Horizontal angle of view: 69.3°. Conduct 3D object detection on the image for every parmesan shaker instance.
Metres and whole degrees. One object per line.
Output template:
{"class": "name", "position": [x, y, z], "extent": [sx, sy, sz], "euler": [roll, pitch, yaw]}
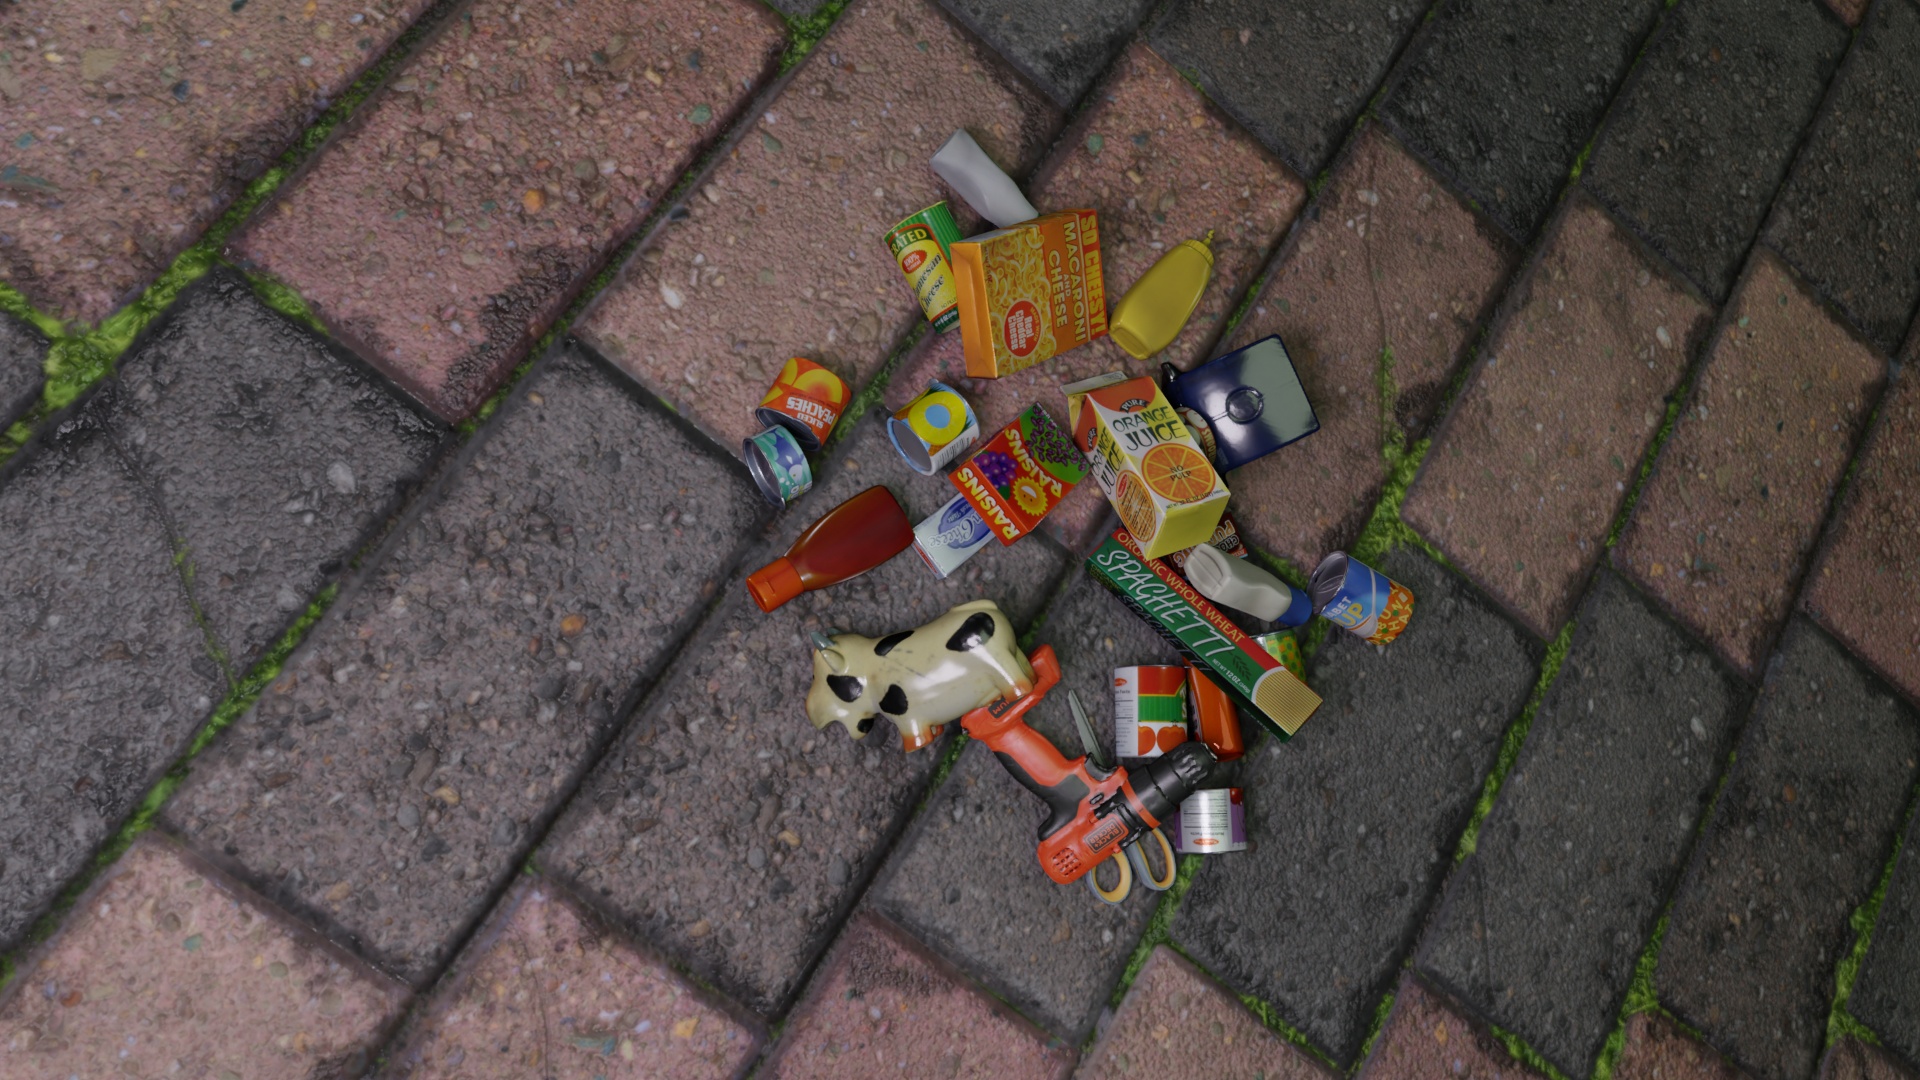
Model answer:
{"class": "parmesan shaker", "position": [-0.016, -0.252, 1.287], "extent": [0.071, 0.071, 0.103], "euler": [-30, 91, -21]}

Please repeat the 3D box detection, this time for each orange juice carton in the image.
{"class": "orange juice carton", "position": [0.166, -0.084, 1.299], "extent": [0.072, 0.072, 0.193], "euler": [-16, 59, -20]}

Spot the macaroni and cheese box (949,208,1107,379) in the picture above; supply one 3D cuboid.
{"class": "macaroni and cheese box", "position": [0.066, -0.230, 1.277], "extent": [0.167, 0.040, 0.123], "euler": [-27, 118, -42]}

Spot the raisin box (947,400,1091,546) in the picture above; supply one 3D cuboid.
{"class": "raisin box", "position": [0.055, -0.062, 1.272], "extent": [0.086, 0.040, 0.124], "euler": [51, 45, -5]}

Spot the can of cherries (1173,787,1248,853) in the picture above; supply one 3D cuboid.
{"class": "can of cherries", "position": [0.230, 0.258, 1.285], "extent": [0.071, 0.071, 0.058], "euler": [0, 79, -19]}

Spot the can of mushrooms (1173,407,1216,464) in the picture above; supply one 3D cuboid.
{"class": "can of mushrooms", "position": [0.215, -0.092, 1.339], "extent": [0.033, 0.071, 0.071], "euler": [-28, 90, -23]}

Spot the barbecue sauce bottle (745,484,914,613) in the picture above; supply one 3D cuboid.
{"class": "barbecue sauce bottle", "position": [-0.116, 0.011, 1.219], "extent": [0.149, 0.043, 0.065], "euler": [-31, 91, -21]}

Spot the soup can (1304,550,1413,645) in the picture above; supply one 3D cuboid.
{"class": "soup can", "position": [0.394, 0.060, 1.376], "extent": [0.084, 0.071, 0.071], "euler": [28, 73, -13]}

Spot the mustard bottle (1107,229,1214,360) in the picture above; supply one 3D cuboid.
{"class": "mustard bottle", "position": [0.210, -0.251, 1.379], "extent": [0.065, 0.048, 0.161], "euler": [42, 69, -8]}

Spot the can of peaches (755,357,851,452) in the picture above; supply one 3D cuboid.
{"class": "can of peaches", "position": [-0.136, -0.120, 1.222], "extent": [0.071, 0.071, 0.058], "euler": [33, 71, -11]}

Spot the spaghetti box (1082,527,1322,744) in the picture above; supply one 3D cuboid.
{"class": "spaghetti box", "position": [0.221, 0.085, 1.285], "extent": [0.250, 0.028, 0.050], "euler": [42, 68, 15]}

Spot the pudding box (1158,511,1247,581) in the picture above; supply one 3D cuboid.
{"class": "pudding box", "position": [0.231, 0.008, 1.348], "extent": [0.084, 0.030, 0.049], "euler": [-19, 88, -21]}

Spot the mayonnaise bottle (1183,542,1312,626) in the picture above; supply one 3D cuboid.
{"class": "mayonnaise bottle", "position": [0.279, 0.048, 1.325], "extent": [0.148, 0.065, 0.041], "euler": [22, 113, -39]}

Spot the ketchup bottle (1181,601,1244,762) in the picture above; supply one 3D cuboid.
{"class": "ketchup bottle", "position": [0.235, 0.133, 1.311], "extent": [0.043, 0.064, 0.149], "euler": [-9, 73, 7]}

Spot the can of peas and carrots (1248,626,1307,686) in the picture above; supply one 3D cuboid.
{"class": "can of peas and carrots", "position": [0.296, 0.118, 1.332], "extent": [0.071, 0.071, 0.059], "euler": [-11, 85, -21]}

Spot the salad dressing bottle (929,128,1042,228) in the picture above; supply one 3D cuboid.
{"class": "salad dressing bottle", "position": [0.037, -0.326, 1.328], "extent": [0.147, 0.064, 0.044], "euler": [42, 83, -17]}

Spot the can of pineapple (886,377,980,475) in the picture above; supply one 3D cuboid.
{"class": "can of pineapple", "position": [-0.026, -0.102, 1.260], "extent": [0.058, 0.071, 0.071], "euler": [-39, 94, -21]}

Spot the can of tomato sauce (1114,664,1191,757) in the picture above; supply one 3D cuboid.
{"class": "can of tomato sauce", "position": [0.178, 0.158, 1.282], "extent": [0.071, 0.071, 0.083], "euler": [3, 80, -19]}

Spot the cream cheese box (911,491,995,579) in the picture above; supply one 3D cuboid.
{"class": "cream cheese box", "position": [0.005, -0.016, 1.276], "extent": [0.104, 0.024, 0.053], "euler": [-39, 95, -21]}

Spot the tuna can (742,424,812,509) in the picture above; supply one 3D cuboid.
{"class": "tuna can", "position": [-0.158, -0.064, 1.206], "extent": [0.033, 0.071, 0.071], "euler": [-29, 91, -22]}
